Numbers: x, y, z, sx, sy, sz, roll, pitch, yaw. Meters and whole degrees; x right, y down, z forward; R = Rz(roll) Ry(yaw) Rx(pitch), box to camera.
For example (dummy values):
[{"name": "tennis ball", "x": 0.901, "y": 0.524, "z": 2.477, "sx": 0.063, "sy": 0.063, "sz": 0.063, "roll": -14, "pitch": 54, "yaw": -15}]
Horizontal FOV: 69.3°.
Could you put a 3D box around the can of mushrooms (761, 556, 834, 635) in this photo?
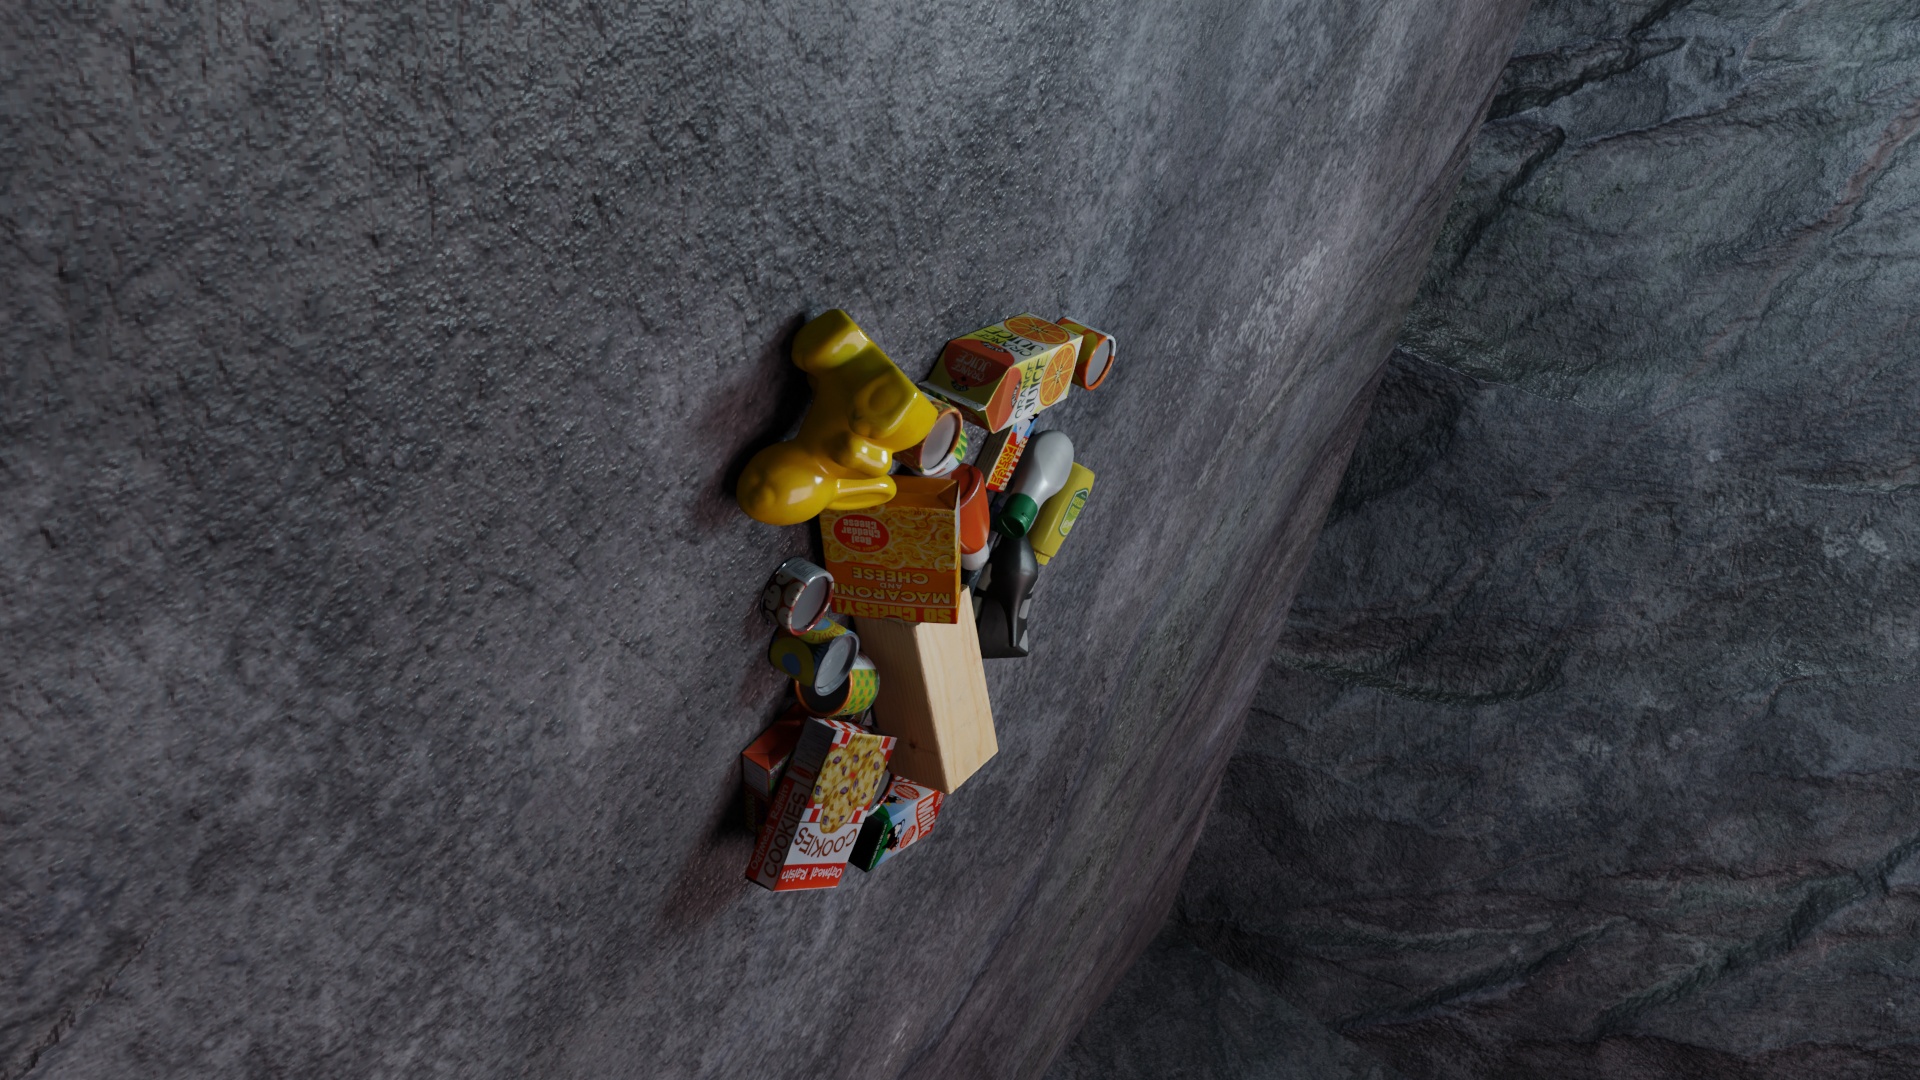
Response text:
[{"name": "can of mushrooms", "x": -0.148, "y": 0.053, "z": 1.260, "sx": 0.071, "sy": 0.033, "sz": 0.070, "roll": -47, "pitch": 153, "yaw": -33}]

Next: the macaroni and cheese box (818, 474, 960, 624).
[{"name": "macaroni and cheese box", "x": -0.063, "y": 0.010, "z": 1.275, "sx": 0.165, "sy": 0.124, "sz": 0.040, "roll": 89, "pitch": 8, "yaw": -49}]

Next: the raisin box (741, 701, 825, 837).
[{"name": "raisin box", "x": -0.176, "y": 0.235, "z": 1.393, "sx": 0.086, "sy": 0.040, "sz": 0.122, "roll": -43, "pitch": 151, "yaw": -40}]

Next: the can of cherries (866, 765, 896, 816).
[{"name": "can of cherries", "x": -0.111, "y": 0.260, "z": 1.532, "sx": 0.072, "sy": 0.058, "sz": 0.071, "roll": -46, "pitch": 153, "yaw": -33}]

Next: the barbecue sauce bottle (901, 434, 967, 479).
[{"name": "barbecue sauce bottle", "x": -0.041, "y": -0.044, "z": 1.365, "sx": 0.148, "sy": 0.044, "sz": 0.065, "roll": -64, "pitch": 156, "yaw": 4}]

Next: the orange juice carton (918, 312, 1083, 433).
[{"name": "orange juice carton", "x": 0.039, "y": -0.163, "z": 1.365, "sx": 0.193, "sy": 0.072, "sz": 0.072, "roll": -30, "pitch": 141, "yaw": -52}]

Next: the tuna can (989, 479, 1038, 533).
[{"name": "tuna can", "x": 0.062, "y": -0.033, "z": 1.606, "sx": 0.071, "sy": 0.033, "sz": 0.070, "roll": -46, "pitch": 152, "yaw": -33}]

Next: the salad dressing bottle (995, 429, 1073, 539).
[{"name": "salad dressing bottle", "x": 0.082, "y": -0.063, "z": 1.554, "sx": 0.064, "sy": 0.044, "sz": 0.148, "roll": 51, "pitch": 45, "yaw": -22}]

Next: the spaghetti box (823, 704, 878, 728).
[{"name": "spaghetti box", "x": -0.082, "y": 0.209, "z": 1.514, "sx": 0.050, "sy": 0.029, "sz": 0.250, "roll": -61, "pitch": 146, "yaw": -1}]

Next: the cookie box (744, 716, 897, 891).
[{"name": "cookie box", "x": -0.138, "y": 0.263, "z": 1.381, "sx": 0.123, "sy": 0.040, "sz": 0.167, "roll": 24, "pitch": 87, "yaw": -62}]

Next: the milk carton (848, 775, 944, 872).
[{"name": "milk carton", "x": -0.078, "y": 0.314, "z": 1.640, "sx": 0.191, "sy": 0.073, "sz": 0.072, "roll": -15, "pitch": 128, "yaw": -61}]

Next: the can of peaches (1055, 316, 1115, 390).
[{"name": "can of peaches", "x": 0.129, "y": -0.203, "z": 1.527, "sx": 0.071, "sy": 0.058, "sz": 0.070, "roll": -47, "pitch": 152, "yaw": -34}]

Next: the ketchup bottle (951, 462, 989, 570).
[{"name": "ketchup bottle", "x": 0.005, "y": -0.019, "z": 1.489, "sx": 0.065, "sy": 0.043, "sz": 0.148, "roll": -54, "pitch": 156, "yaw": -22}]

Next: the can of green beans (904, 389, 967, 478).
[{"name": "can of green beans", "x": -0.032, "y": -0.099, "z": 1.293, "sx": 0.071, "sy": 0.071, "sz": 0.057, "roll": -57, "pitch": 156, "yaw": -12}]

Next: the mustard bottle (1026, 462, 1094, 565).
[{"name": "mustard bottle", "x": 0.109, "y": -0.021, "z": 1.697, "sx": 0.160, "sy": 0.049, "sz": 0.065, "roll": -64, "pitch": 155, "yaw": 4}]

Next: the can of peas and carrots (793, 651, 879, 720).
[{"name": "can of peas and carrots", "x": -0.123, "y": 0.142, "z": 1.366, "sx": 0.071, "sy": 0.071, "sz": 0.059, "roll": -65, "pitch": 156, "yaw": 6}]

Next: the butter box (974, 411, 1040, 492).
[{"name": "butter box", "x": 0.049, "y": -0.105, "z": 1.511, "sx": 0.103, "sy": 0.024, "sz": 0.053, "roll": -65, "pitch": 156, "yaw": 6}]

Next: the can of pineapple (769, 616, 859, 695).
[{"name": "can of pineapple", "x": -0.137, "y": 0.102, "z": 1.304, "sx": 0.071, "sy": 0.058, "sz": 0.070, "roll": -47, "pitch": 153, "yaw": -33}]

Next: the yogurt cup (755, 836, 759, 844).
[{"name": "yogurt cup", "x": -0.177, "y": 0.314, "z": 1.457, "sx": 0.073, "sy": 0.054, "sz": 0.072, "roll": -46, "pitch": 153, "yaw": -33}]

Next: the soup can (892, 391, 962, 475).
[{"name": "soup can", "x": -0.050, "y": -0.106, "z": 1.227, "sx": 0.072, "sy": 0.084, "sz": 0.071, "roll": -46, "pitch": 151, "yaw": -34}]
